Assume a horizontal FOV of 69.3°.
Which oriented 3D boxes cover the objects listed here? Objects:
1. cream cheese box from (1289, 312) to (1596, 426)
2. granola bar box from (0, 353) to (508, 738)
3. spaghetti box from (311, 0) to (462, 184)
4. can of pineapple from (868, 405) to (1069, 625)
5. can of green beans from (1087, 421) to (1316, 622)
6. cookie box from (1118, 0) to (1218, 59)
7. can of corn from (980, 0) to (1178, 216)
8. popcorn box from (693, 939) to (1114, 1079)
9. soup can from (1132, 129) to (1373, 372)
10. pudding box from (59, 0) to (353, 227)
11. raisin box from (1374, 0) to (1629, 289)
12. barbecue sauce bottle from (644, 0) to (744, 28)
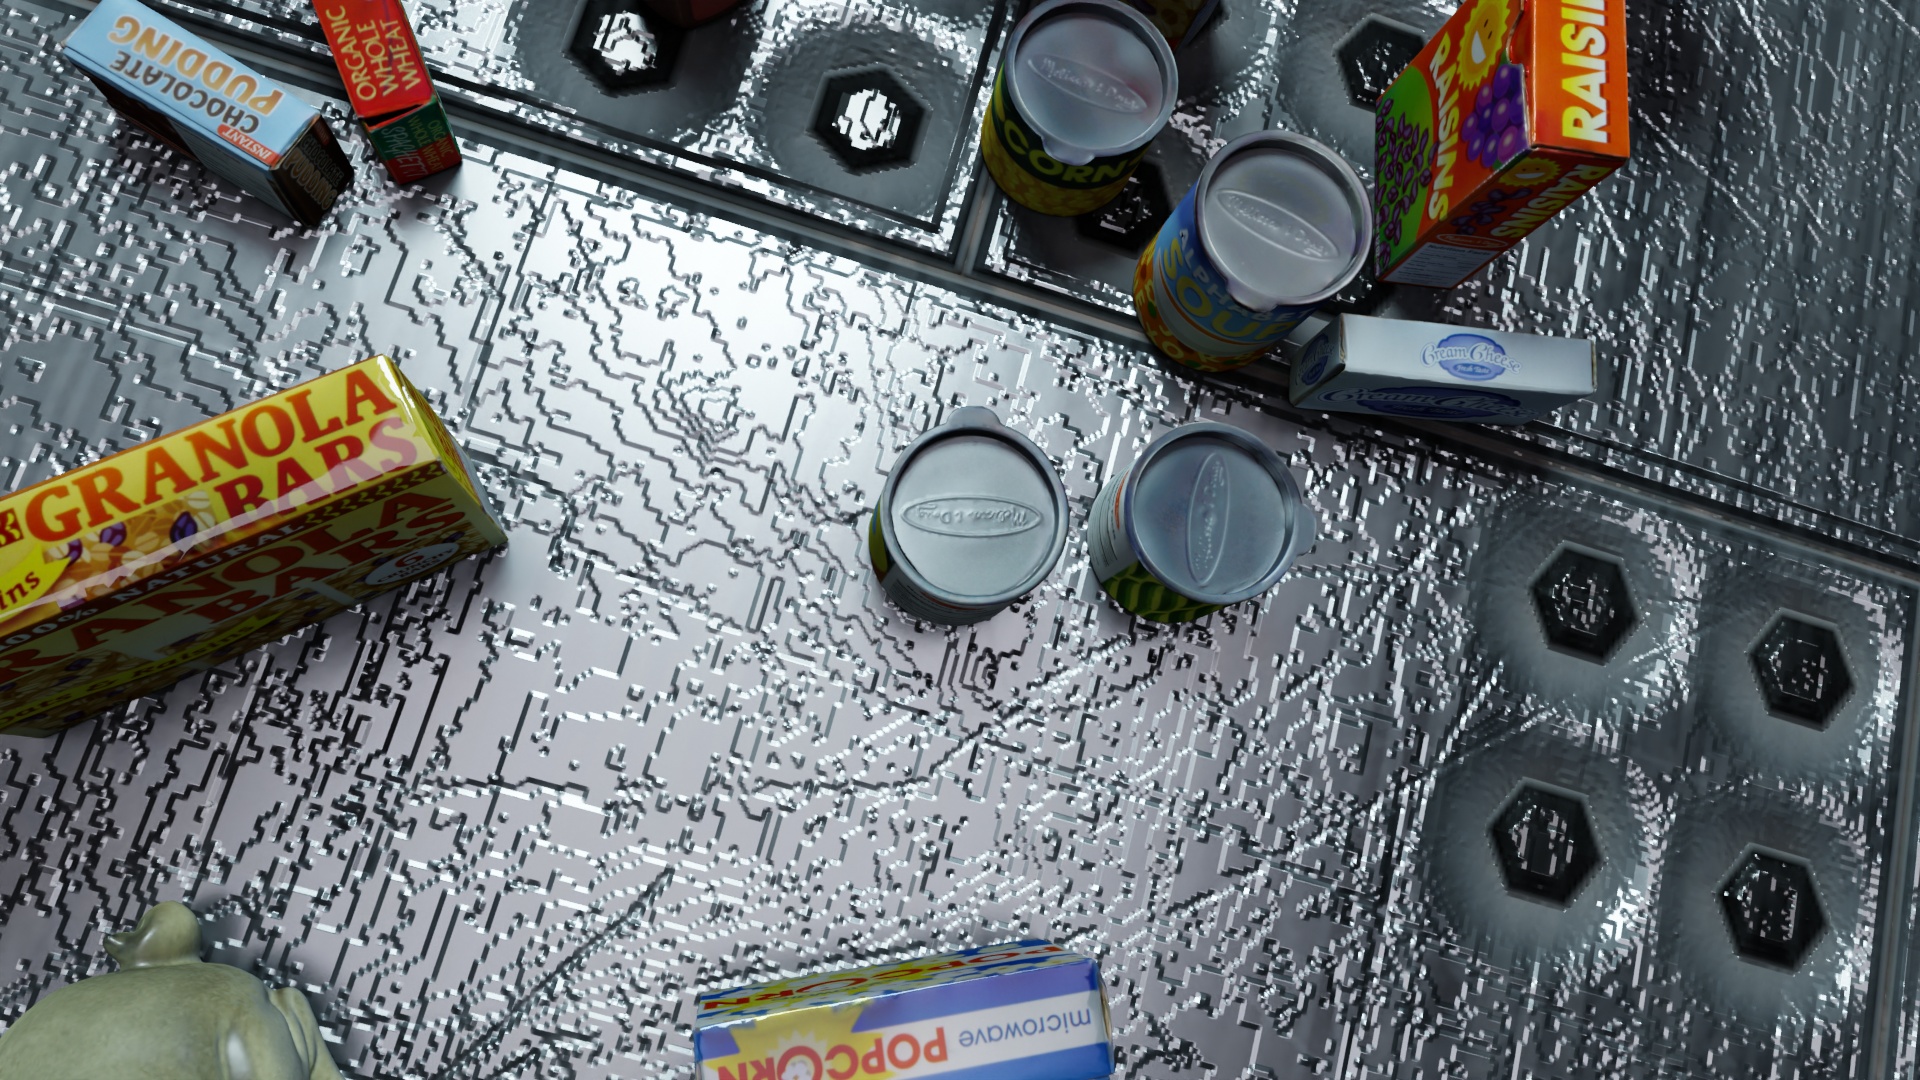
[{"bbox_3d":[0.188,-0.066,0.548,0.104,0.053,0.024,4,79,-8],"label":"cream cheese box"},{"bbox_3d":[-0.235,0.006,0.429,0.166,0.124,0.039,-25,84,-13],"label":"granola bar box"},{"bbox_3d":[-0.246,-0.254,0.518,0.029,0.050,0.250,-22,83,-12],"label":"spaghetti box"},{"bbox_3d":[0.002,-0.006,0.504,0.071,0.057,0.071,2,79,-9],"label":"can of pineapple"},{"bbox_3d":[0.085,-0.005,0.517,0.071,0.057,0.071,2,79,-9],"label":"can of green beans"},{"bbox_3d":[0.060,-0.262,0.508,0.123,0.167,0.040,38,76,0],"label":"cookie box"},{"bbox_3d":[0.044,-0.166,0.542,0.071,0.058,0.071,2,79,-9],"label":"can of corn"},{"bbox_3d":[-0.022,0.161,0.452,0.127,0.085,0.038,-7,80,-10],"label":"popcorn box"},{"bbox_3d":[0.106,-0.104,0.527,0.071,0.083,0.071,2,79,-9],"label":"soup can"},{"bbox_3d":[-0.266,-0.152,0.494,0.084,0.049,0.030,31,76,-2],"label":"pudding box"},{"bbox_3d":[0.202,-0.160,0.533,0.040,0.123,0.086,7,78,-8],"label":"raisin box"},{"bbox_3d":[-0.091,-0.245,0.490,0.043,0.148,0.065,41,76,0],"label":"barbecue sauce bottle"}]
